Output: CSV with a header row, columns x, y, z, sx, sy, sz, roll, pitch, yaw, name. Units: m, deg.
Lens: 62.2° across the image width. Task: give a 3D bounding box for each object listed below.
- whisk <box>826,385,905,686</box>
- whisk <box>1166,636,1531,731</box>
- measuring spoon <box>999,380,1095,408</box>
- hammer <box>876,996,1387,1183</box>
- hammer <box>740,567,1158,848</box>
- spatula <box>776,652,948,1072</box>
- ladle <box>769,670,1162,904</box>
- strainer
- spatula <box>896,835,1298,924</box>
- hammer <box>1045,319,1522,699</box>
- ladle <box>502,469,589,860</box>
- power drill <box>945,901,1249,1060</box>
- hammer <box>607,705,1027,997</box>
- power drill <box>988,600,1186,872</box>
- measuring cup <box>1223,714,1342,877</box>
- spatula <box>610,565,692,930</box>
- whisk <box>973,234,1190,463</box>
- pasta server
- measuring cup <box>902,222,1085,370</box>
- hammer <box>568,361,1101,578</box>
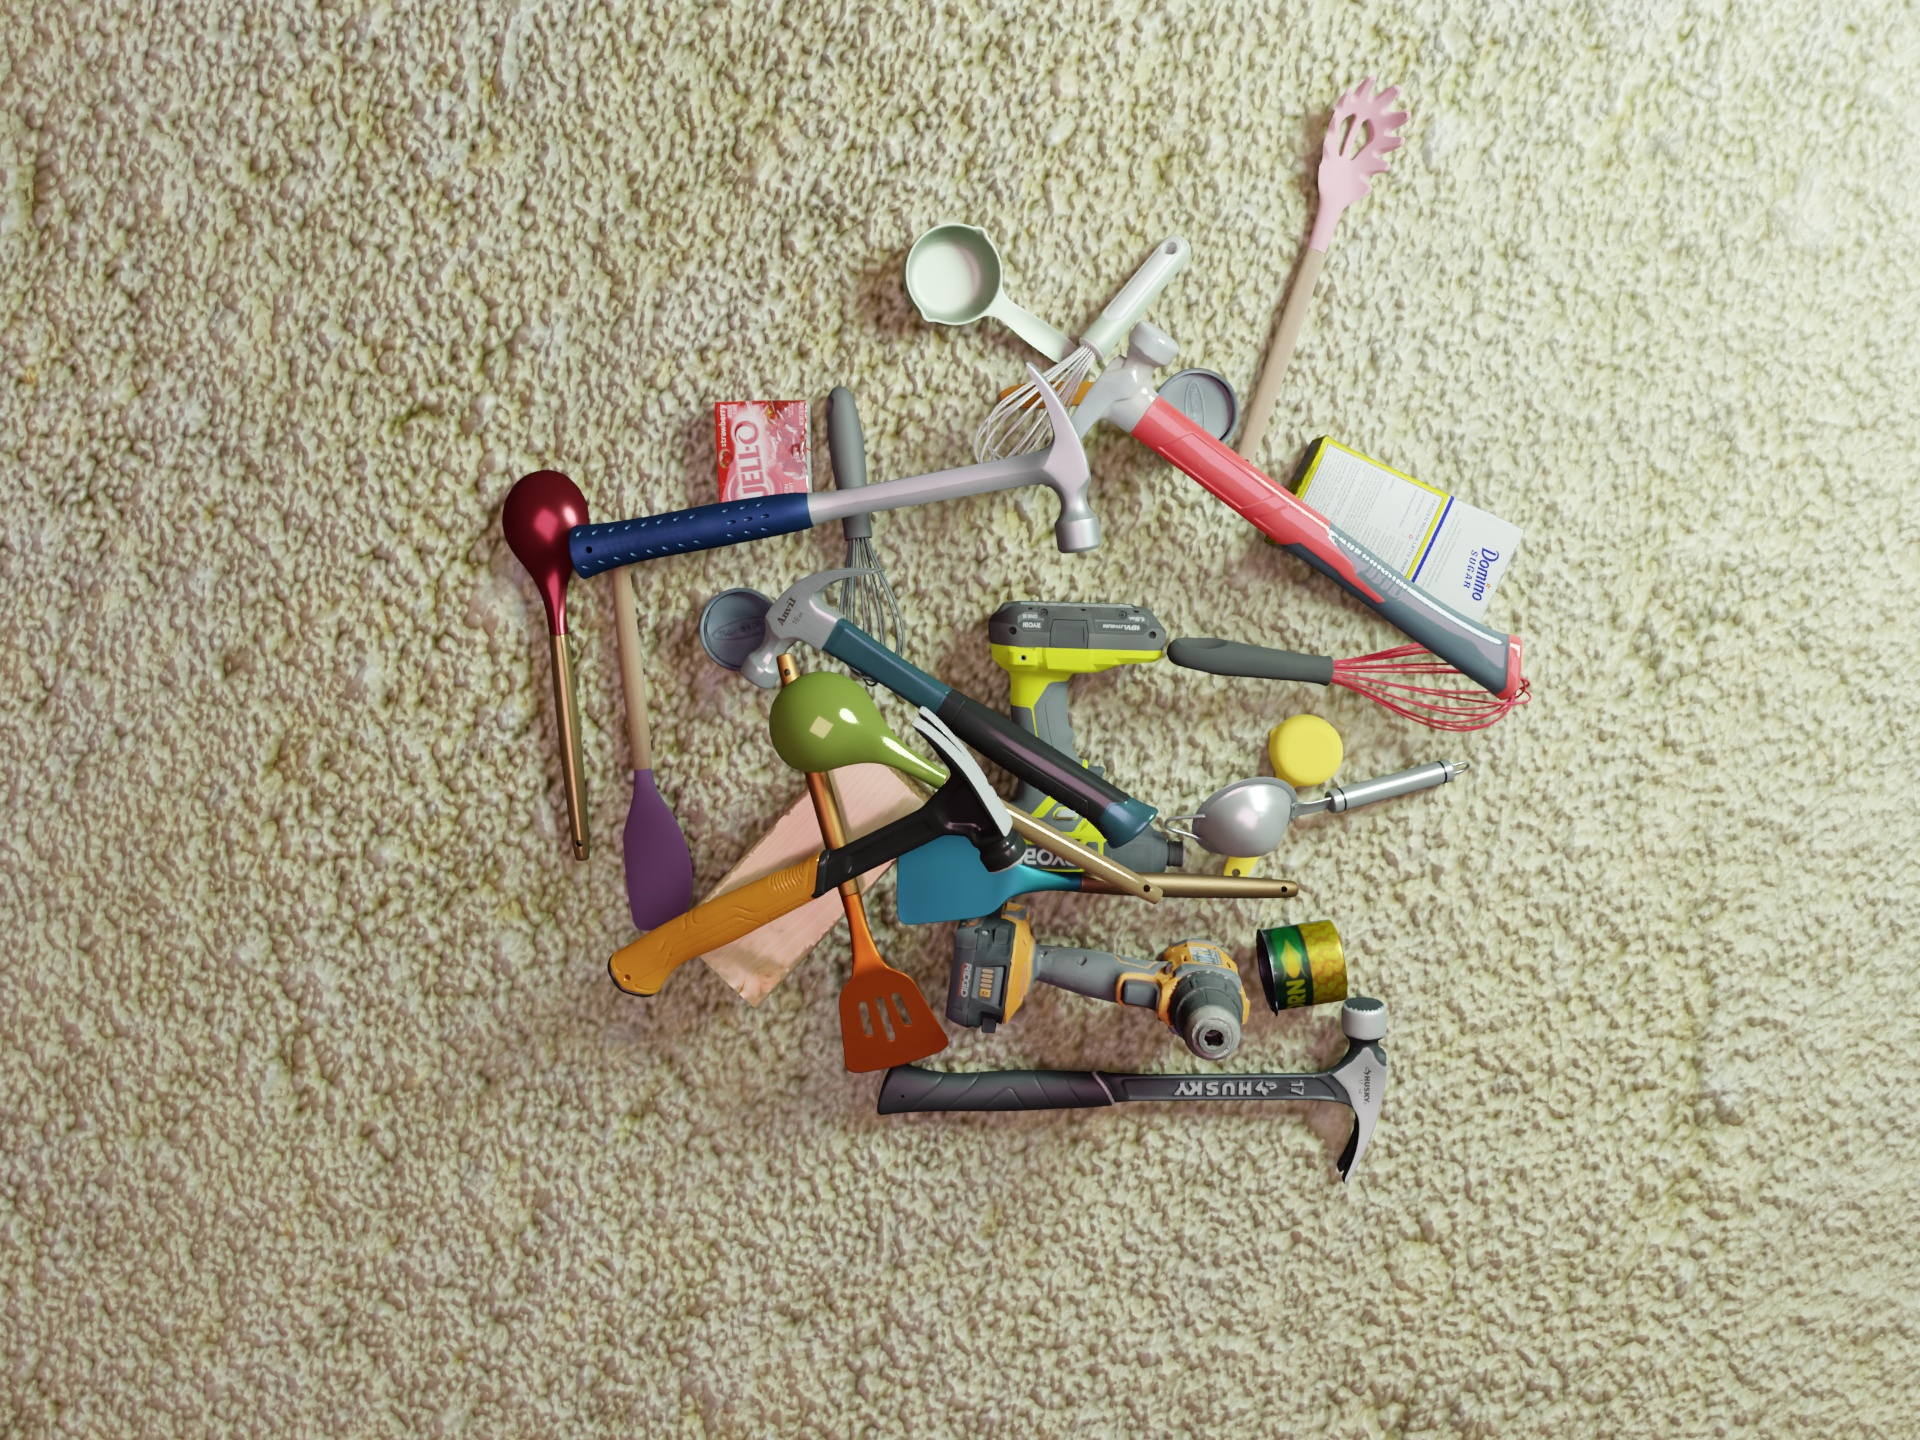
x,y,z,sx,sy,sz,roll,pitch,yaw,name
-0.080,-0.145,1.253,0.055,0.055,0.239,-8,90,1,whisk
0.301,-0.036,1.226,0.295,0.073,0.073,6,94,-9,whisk
0.089,-0.260,1.259,0.117,0.011,0.021,-3,94,1,measuring spoon
0.136,0.300,1.282,0.409,0.036,0.149,-1,101,3,hammer
-0.002,-0.004,1.201,0.331,0.033,0.128,32,105,7,hammer
-0.089,0.106,1.192,0.081,0.041,0.322,-16,89,2,spatula
0.006,0.059,1.169,0.320,0.062,0.078,29,72,-10,ladle
0.287,0.065,1.243,0.258,0.050,0.086,-14,136,-13,strainer
0.110,0.122,1.216,0.317,0.044,0.082,4,87,-17,spatula
0.249,-0.128,1.192,0.386,0.038,0.143,36,114,1,hammer
-0.320,-0.043,1.274,0.069,0.031,0.315,-5,95,-1,ladle
0.106,0.203,1.206,0.226,0.185,0.084,8,97,3,power drill
-0.124,0.114,1.150,0.337,0.034,0.127,-28,105,20,hammer
0.095,0.021,1.249,0.171,0.080,0.223,2,97,0,power drill
0.253,0.068,1.269,0.062,0.029,0.156,29,93,-1,measuring cup
-0.256,0.013,1.279,0.060,0.018,0.316,-5,94,16,spatula
0.096,-0.283,1.234,0.058,0.059,0.246,38,85,25,whisk
0.270,-0.339,1.239,0.060,0.040,0.316,18,95,-11,pasta server
0.028,-0.324,1.250,0.167,0.038,0.083,31,93,-18,measuring cup
-0.104,-0.168,1.210,0.405,0.035,0.144,-9,101,10,hammer
